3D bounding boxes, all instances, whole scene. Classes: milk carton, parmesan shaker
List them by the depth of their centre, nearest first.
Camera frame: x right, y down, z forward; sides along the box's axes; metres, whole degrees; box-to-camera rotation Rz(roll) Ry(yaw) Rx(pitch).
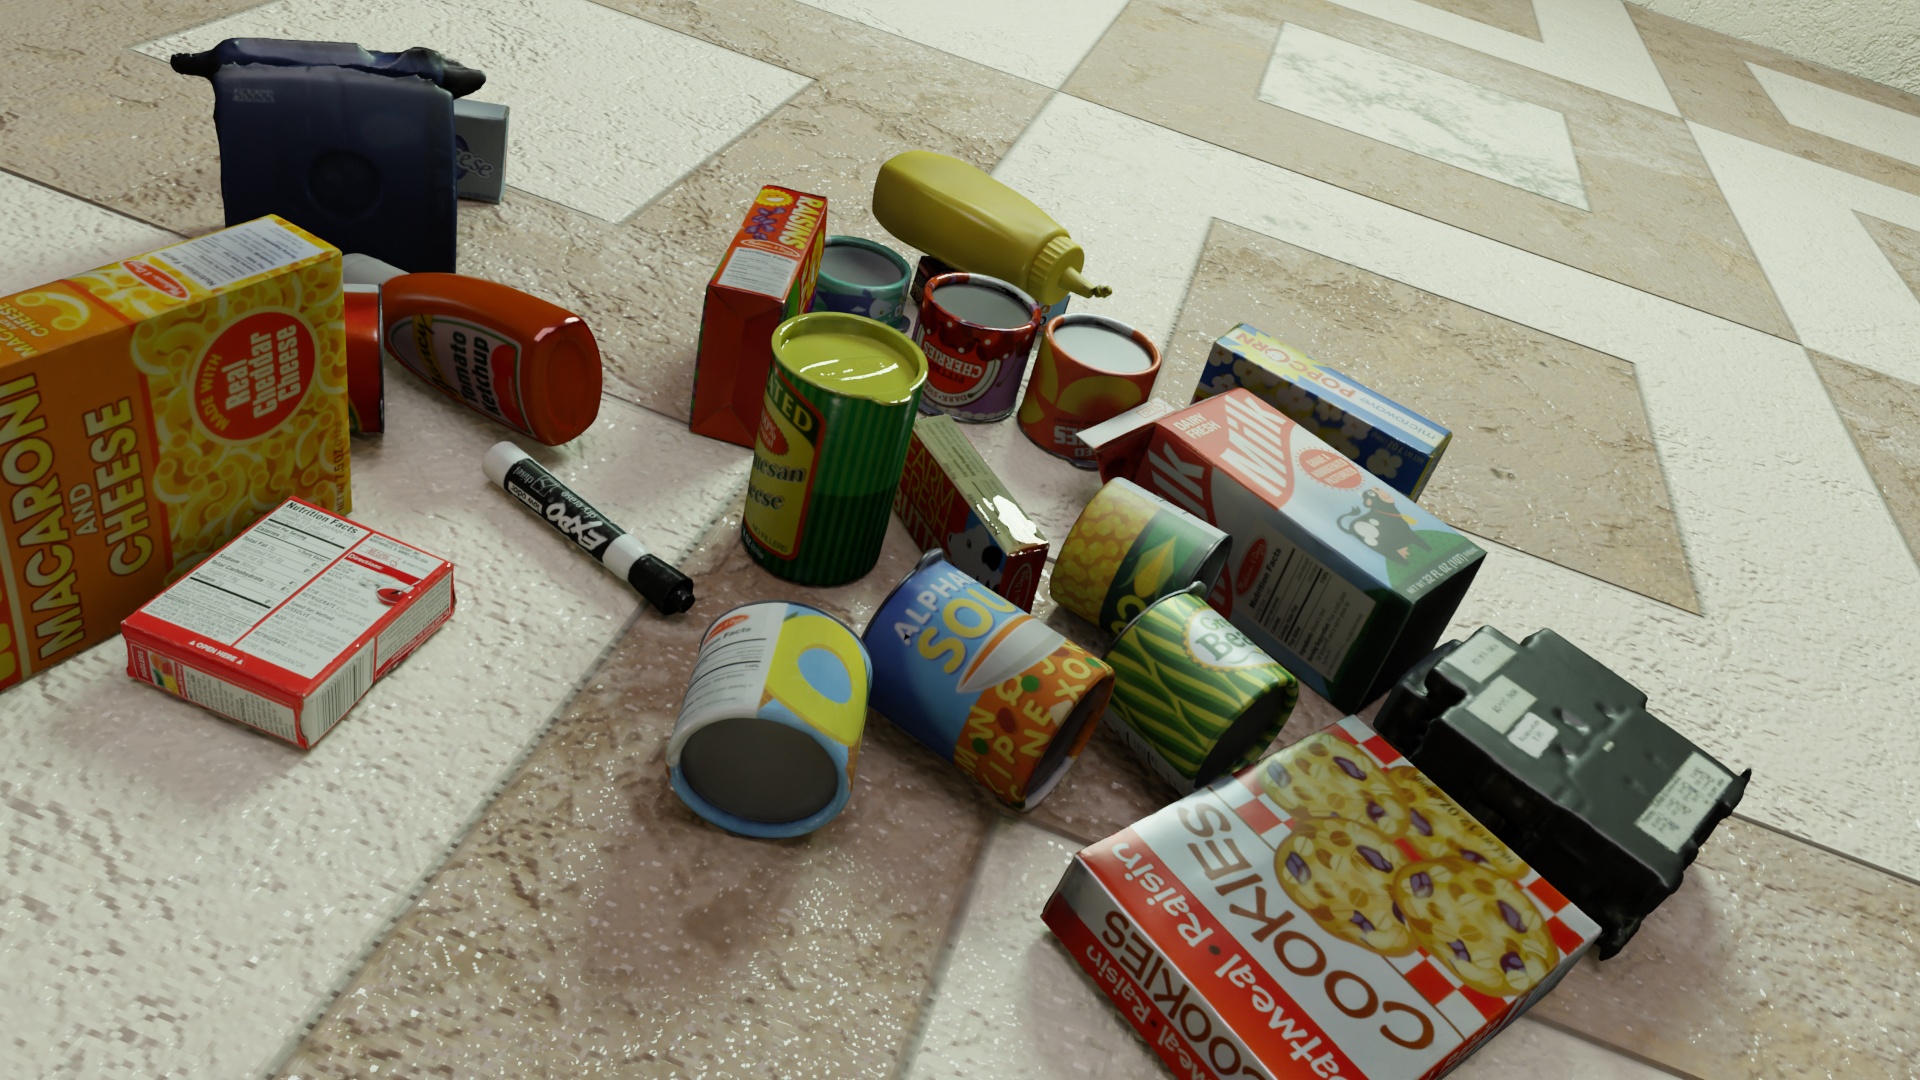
[{"bbox_3d":[-0.056,-0.037,0.606,0.071,0.102,0.072,11,36,-8],"label":"parmesan shaker"},{"bbox_3d":[0.146,-0.011,0.677,0.072,0.073,0.191,-24,53,-40],"label":"milk carton"}]

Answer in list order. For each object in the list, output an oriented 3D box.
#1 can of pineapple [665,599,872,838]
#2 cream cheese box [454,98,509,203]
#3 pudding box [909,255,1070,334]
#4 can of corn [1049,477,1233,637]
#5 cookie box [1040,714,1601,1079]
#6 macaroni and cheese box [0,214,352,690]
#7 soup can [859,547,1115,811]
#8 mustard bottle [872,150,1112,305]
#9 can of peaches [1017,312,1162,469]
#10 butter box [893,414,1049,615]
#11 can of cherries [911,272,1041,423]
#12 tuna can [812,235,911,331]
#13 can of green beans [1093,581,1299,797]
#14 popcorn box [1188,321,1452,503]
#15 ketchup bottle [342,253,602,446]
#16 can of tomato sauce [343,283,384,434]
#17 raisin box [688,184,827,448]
[{"bbox_3d":[-0.066,0.065,0.500,0.071,0.070,0.058,13,37,-5],"label":"can of pineapple"},{"bbox_3d":[-0.315,-0.229,0.797,0.104,0.053,0.024,4,36,-17],"label":"cream cheese box"},{"bbox_3d":[0.018,-0.149,0.844,0.084,0.030,0.050,-5,42,-27],"label":"pudding box"},{"bbox_3d":[0.080,0.015,0.626,0.058,0.070,0.071,30,38,19],"label":"can of corn"},{"bbox_3d":[0.132,0.140,0.503,0.168,0.040,0.123,-16,47,-38],"label":"cookie box"},{"bbox_3d":[-0.294,-0.031,0.485,0.040,0.123,0.167,28,38,16],"label":"macaroni and cheese box"},{"bbox_3d":[0.009,0.053,0.540,0.084,0.071,0.072,32,38,19],"label":"soup can"},{"bbox_3d":[0.022,-0.176,0.814,0.160,0.048,0.065,36,40,24],"label":"mustard bottle"},{"bbox_3d":[0.071,-0.082,0.755,0.071,0.057,0.071,11,36,-8],"label":"can of peaches"},{"bbox_3d":[0.002,-0.008,0.634,0.024,0.052,0.104,-9,43,-27],"label":"butter box"},{"bbox_3d":[0.005,-0.105,0.758,0.071,0.058,0.072,11,36,-8],"label":"can of cherries"},{"bbox_3d":[-0.060,-0.148,0.810,0.071,0.032,0.071,11,36,-8],"label":"tuna can"},{"bbox_3d":[0.095,0.063,0.565,0.071,0.071,0.058,-19,50,-39],"label":"can of green beans"},{"bbox_3d":[0.179,-0.046,0.728,0.127,0.084,0.038,33,40,20],"label":"popcorn box"},{"bbox_3d":[-0.236,-0.097,0.651,0.149,0.064,0.044,23,42,24],"label":"ketchup bottle"},{"bbox_3d":[-0.293,-0.077,0.597,0.083,0.070,0.071,-1,40,-22],"label":"can of tomato sauce"},{"bbox_3d":[-0.101,-0.117,0.709,0.040,0.085,0.124,13,36,-3],"label":"raisin box"}]
